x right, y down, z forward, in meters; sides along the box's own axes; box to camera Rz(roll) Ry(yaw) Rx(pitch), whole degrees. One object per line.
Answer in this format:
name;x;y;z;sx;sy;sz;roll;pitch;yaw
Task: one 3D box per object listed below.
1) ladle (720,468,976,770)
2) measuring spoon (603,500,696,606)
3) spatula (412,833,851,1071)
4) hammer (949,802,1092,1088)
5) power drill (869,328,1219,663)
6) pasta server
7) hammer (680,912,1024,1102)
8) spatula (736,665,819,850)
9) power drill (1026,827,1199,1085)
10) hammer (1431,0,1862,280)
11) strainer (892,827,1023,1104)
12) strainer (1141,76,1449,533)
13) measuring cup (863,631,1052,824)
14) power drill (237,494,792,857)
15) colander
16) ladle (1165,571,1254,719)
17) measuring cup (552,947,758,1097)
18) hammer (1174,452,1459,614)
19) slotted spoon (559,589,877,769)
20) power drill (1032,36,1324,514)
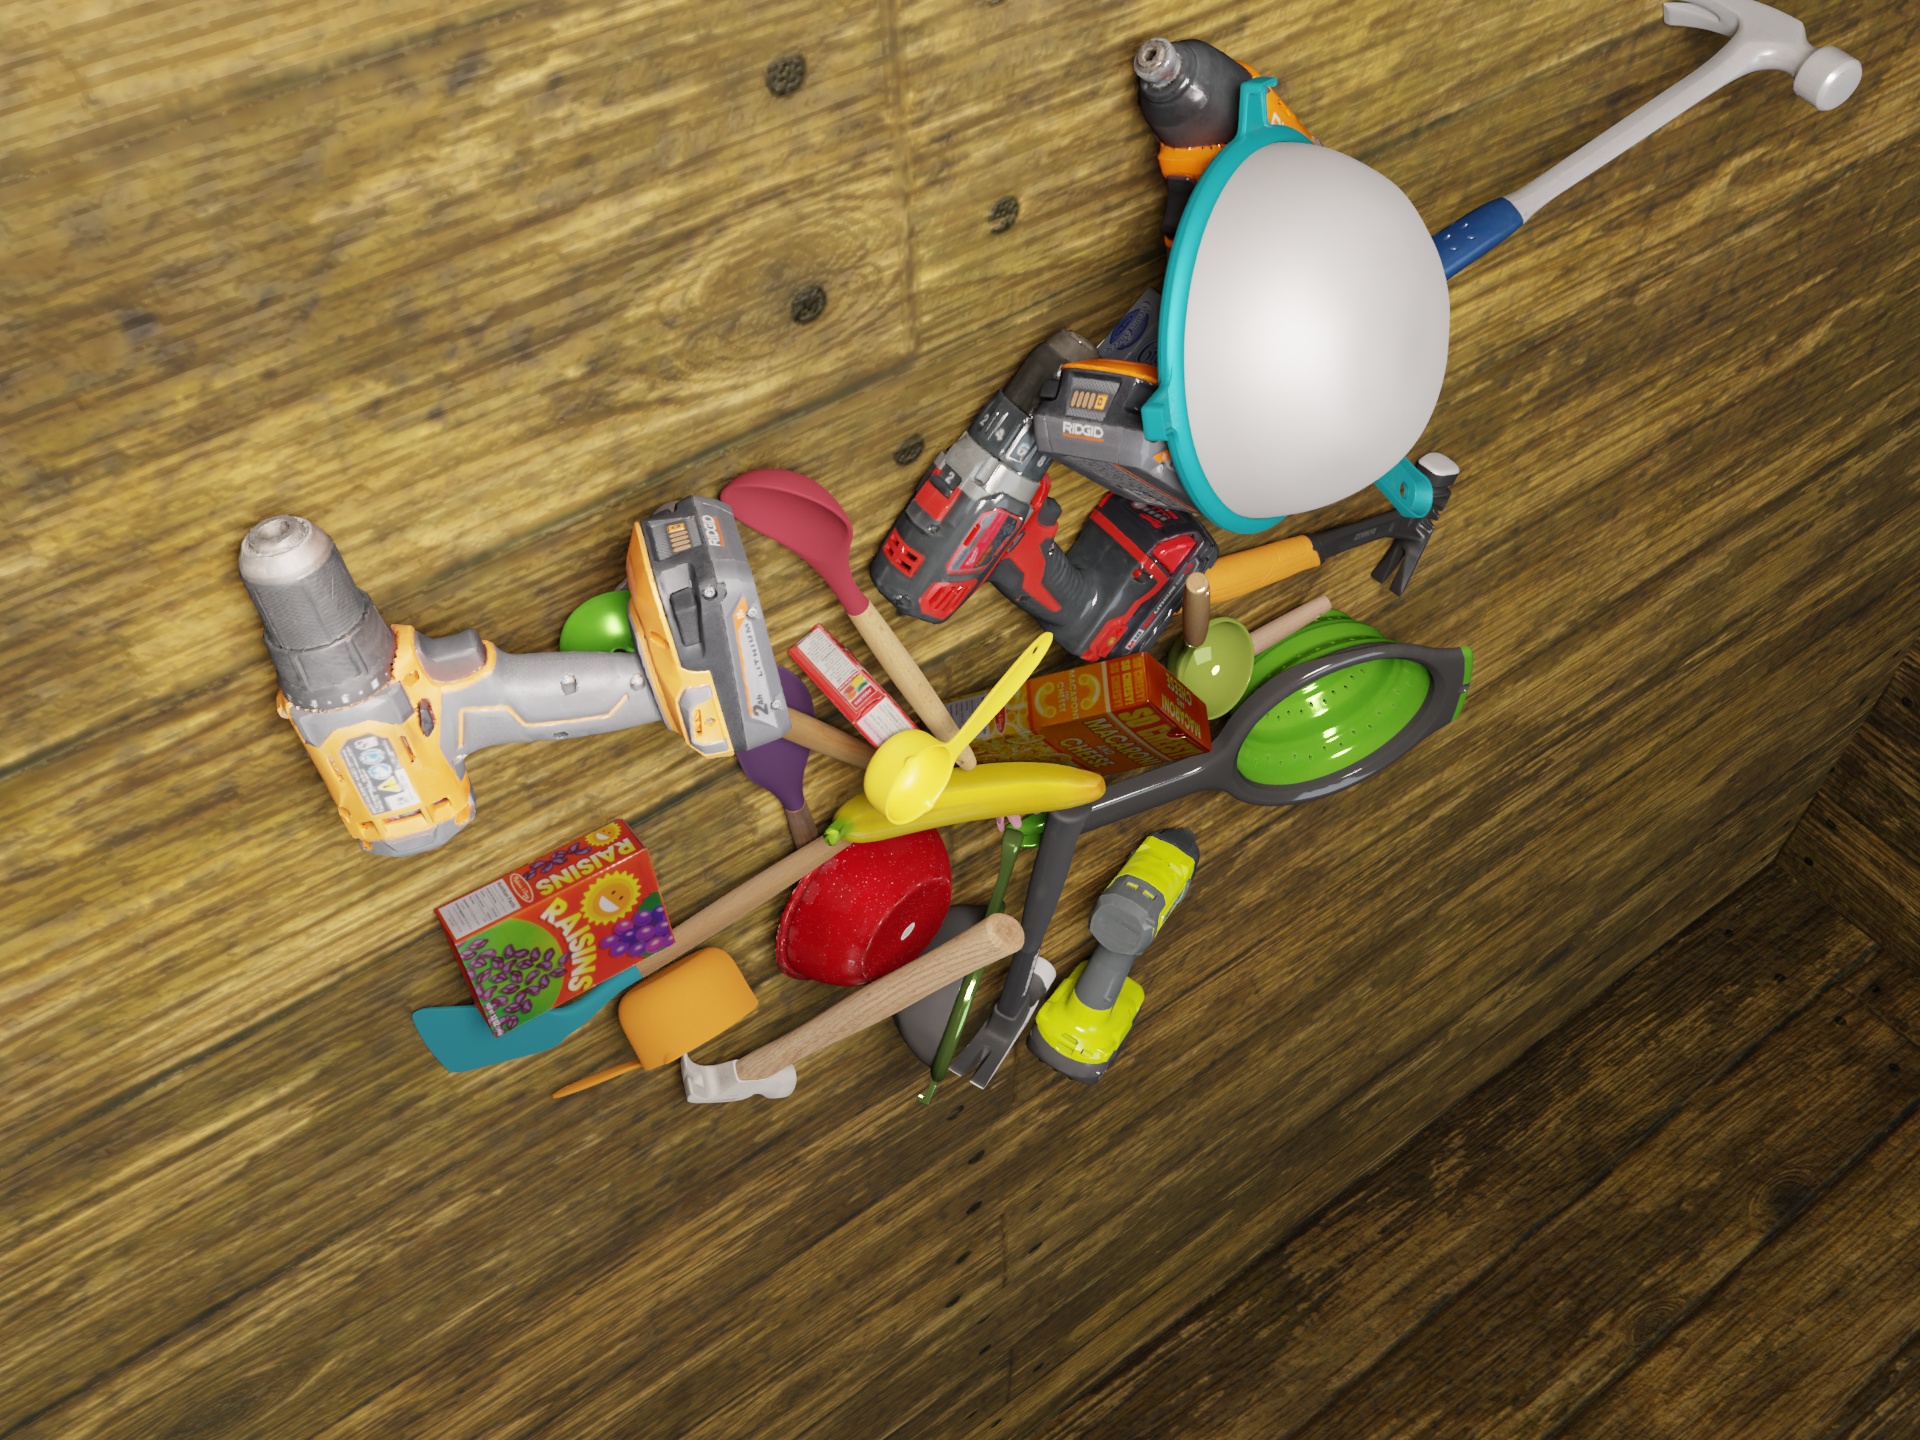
ladle;-0.049;-0.052;0.940;0.315;0.069;0.031;56;46;-51
measuring spoon;-0.179;-0.071;0.843;0.124;0.018;0.034;-47;147;19
spatula;-0.195;0.139;1.041;0.317;0.044;0.082;-31;144;-19
hammer;0.057;0.171;1.289;0.146;0.035;0.334;-52;162;-38
power drill;0.066;-0.129;0.984;0.226;0.080;0.188;15;116;-50
pasta server;0.156;-0.011;1.223;0.316;0.040;0.060;-29;162;-9
hammer;-0.083;0.213;1.139;0.331;0.031;0.130;-34;154;35
spatula;-0.106;0.069;1.078;0.060;0.018;0.315;-35;146;-19
power drill;0.147;0.206;1.439;0.171;0.080;0.223;-41;156;-53
hammer;0.366;-0.342;1.042;0.405;0.144;0.035;-34;146;2
strainer;-0.009;0.166;1.223;0.152;0.069;0.256;-67;174;-48
strainer;0.230;-0.180;0.872;0.340;0.095;0.211;26;79;-51
measuring cup;-0.002;-0.003;0.972;0.156;0.029;0.062;-48;151;-17
power drill;-0.208;-0.037;0.752;0.226;0.084;0.185;-16;134;-7
colander;0.214;0.002;1.302;0.397;0.095;0.204;-19;146;-3
ladle;0.166;-0.054;1.053;0.078;0.062;0.320;-61;170;-2
measuring cup;-0.222;0.208;1.088;0.173;0.052;0.095;-26;-177;20
hammer;0.253;-0.122;1.233;0.337;0.034;0.127;-18;139;-34
slotted spoon;-0.118;-0.007;0.947;0.070;0.031;0.313;-46;149;11
power drill;0.116;-0.239;0.850;0.164;0.084;0.226;16;91;-53
